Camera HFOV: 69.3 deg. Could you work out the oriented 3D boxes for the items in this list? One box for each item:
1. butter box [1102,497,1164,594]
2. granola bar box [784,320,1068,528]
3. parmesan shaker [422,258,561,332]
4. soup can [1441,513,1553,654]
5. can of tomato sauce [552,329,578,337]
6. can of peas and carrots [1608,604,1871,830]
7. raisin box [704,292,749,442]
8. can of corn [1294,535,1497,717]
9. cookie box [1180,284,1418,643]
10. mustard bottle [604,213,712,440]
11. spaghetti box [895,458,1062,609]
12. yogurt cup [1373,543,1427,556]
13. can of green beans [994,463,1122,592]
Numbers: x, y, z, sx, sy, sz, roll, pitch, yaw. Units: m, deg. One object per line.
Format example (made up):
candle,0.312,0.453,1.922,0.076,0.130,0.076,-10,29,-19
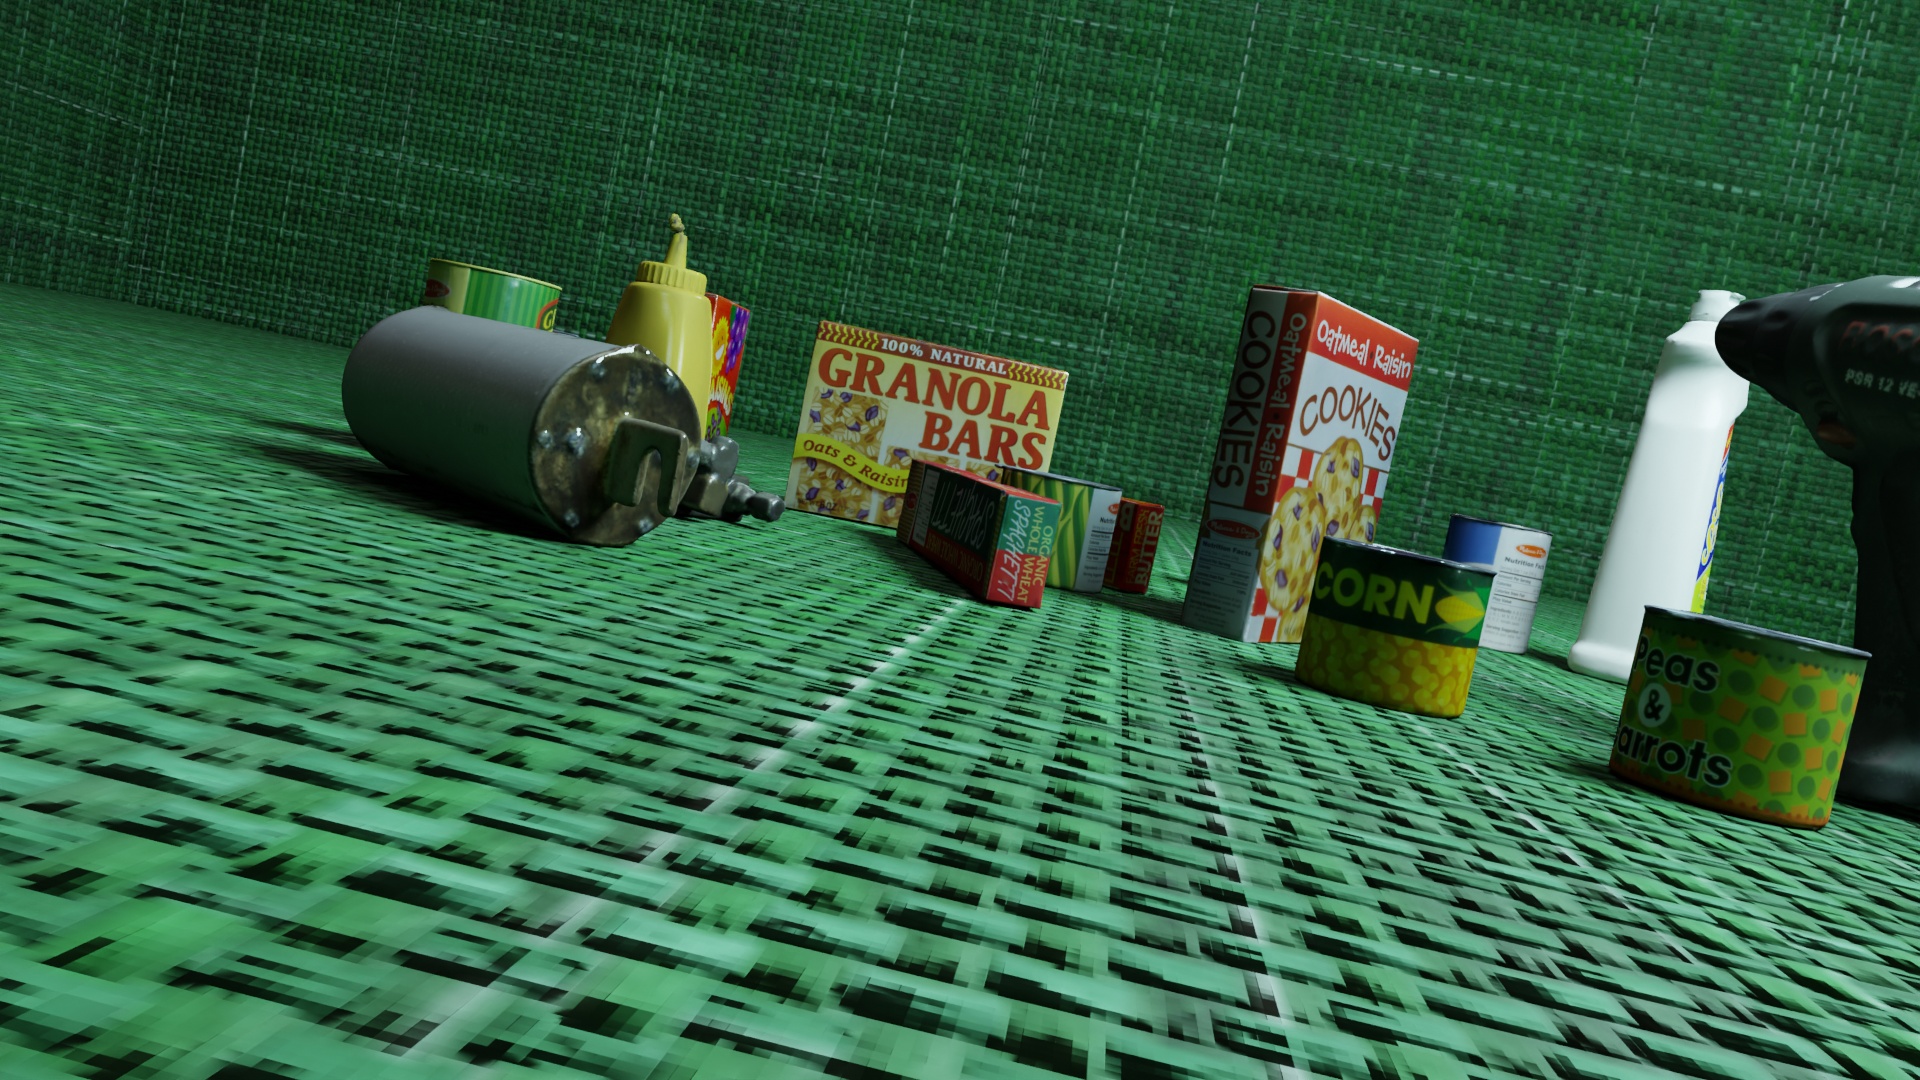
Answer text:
butter box,0.074,-0.004,0.822,0.024,0.053,0.103,9,5,-38
granola bar box,-0.024,-0.067,0.914,0.166,0.124,0.039,11,4,-10
parmesan shaker,-0.253,-0.089,0.728,0.071,0.103,0.071,11,4,-1
soup can,0.355,0.028,0.939,0.071,0.083,0.071,11,4,-1
can of tomato sauce,-0.287,-0.098,0.887,0.071,0.083,0.071,11,4,-1
can of peas and carrots,0.252,0.056,0.456,0.071,0.058,0.071,11,4,-1
raisin box,-0.172,-0.095,0.885,0.040,0.123,0.086,12,4,5
can of corn,0.167,0.033,0.542,0.071,0.058,0.071,11,4,-1
cookie box,0.172,-0.034,0.698,0.040,0.167,0.123,14,5,39
mustard bottle,-0.173,-0.108,0.802,0.065,0.160,0.049,13,4,21
spaghetti box,0.003,-0.009,0.709,0.029,0.050,0.250,11,4,-12
yogurt cup,0.265,0.033,0.835,0.072,0.054,0.072,11,4,-1
can of green beans,0.050,-0.006,0.751,0.071,0.057,0.071,11,4,-1
